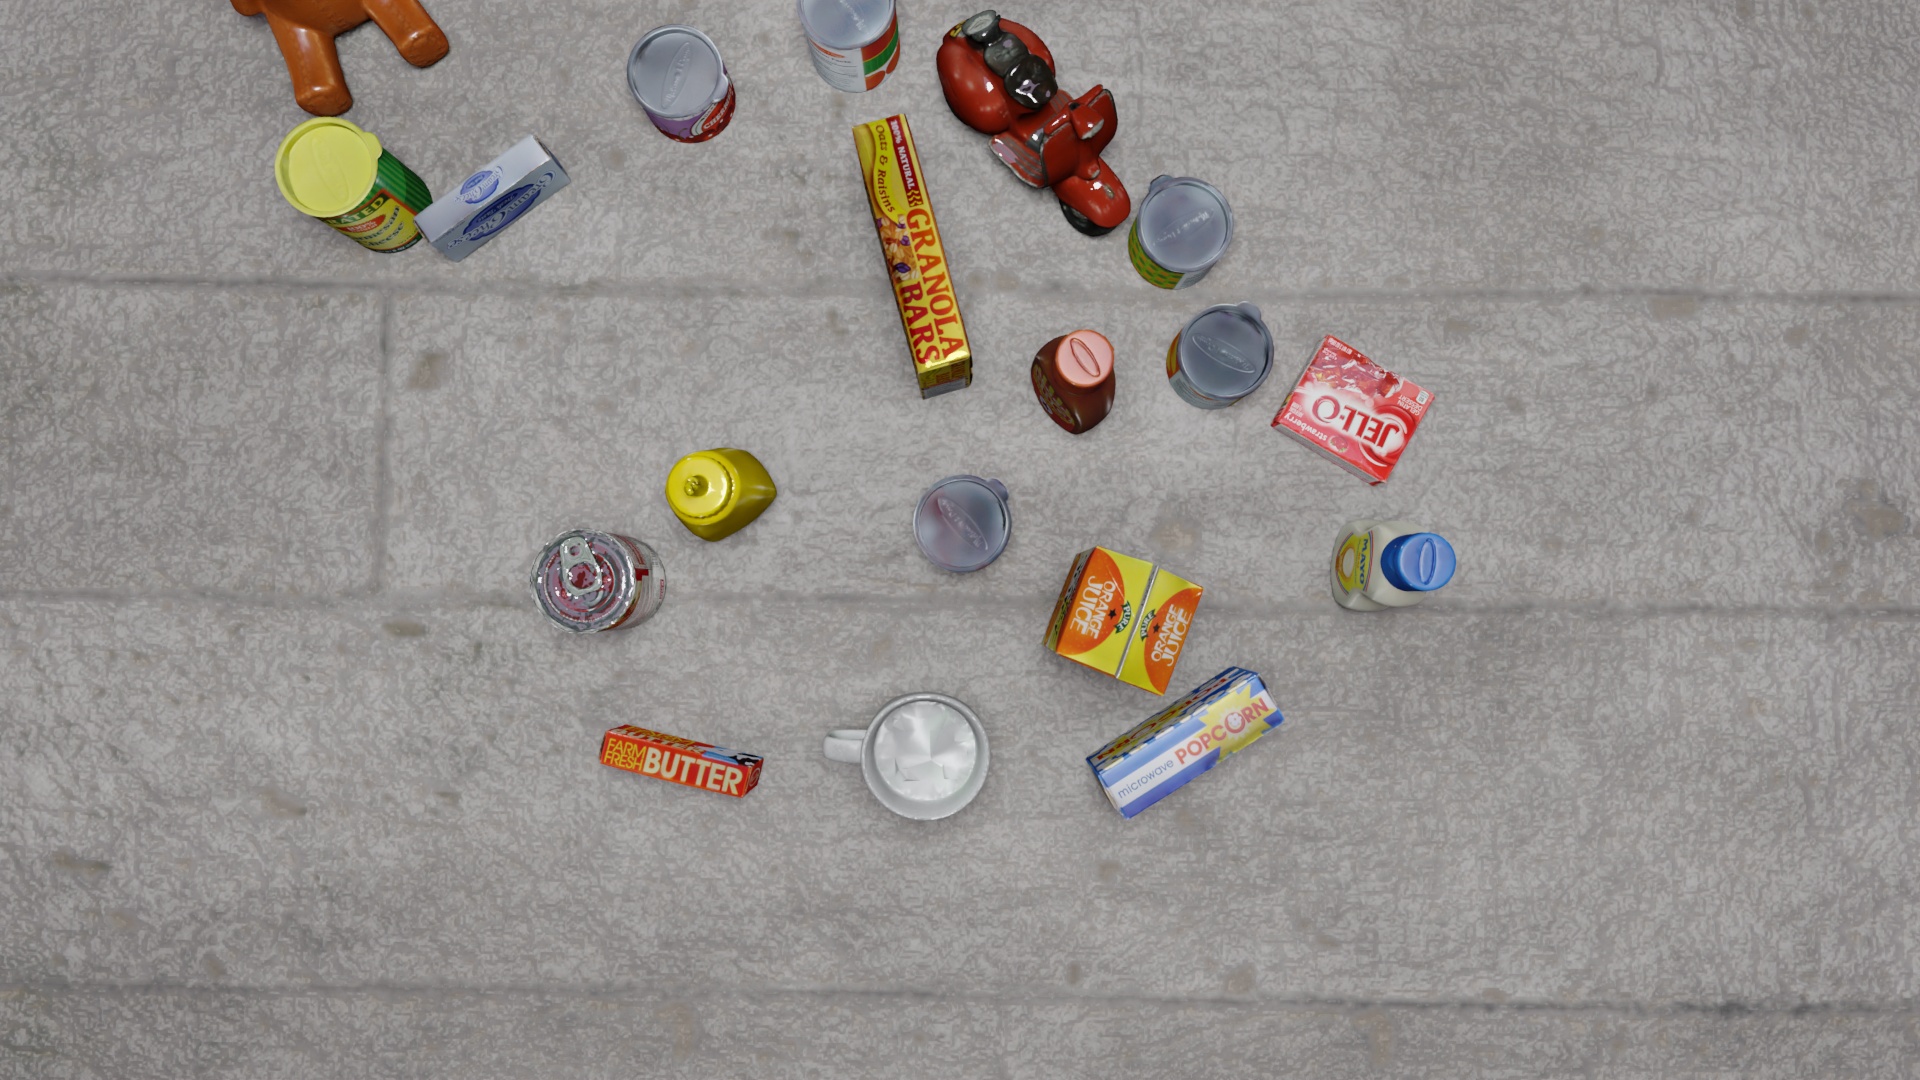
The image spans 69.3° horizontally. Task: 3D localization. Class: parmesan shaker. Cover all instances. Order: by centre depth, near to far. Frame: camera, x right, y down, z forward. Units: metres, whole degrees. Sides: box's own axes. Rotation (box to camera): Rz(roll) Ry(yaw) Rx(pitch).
[{"bbox_3d":[-0.409,-0.241,0.951,0.071,0.103,0.071,0,87,0],"label":"parmesan shaker"}]

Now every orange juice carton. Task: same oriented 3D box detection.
[{"bbox_3d":[0.102,0.051,0.892,0.073,0.192,0.072,22,88,1],"label":"orange juice carton"}]

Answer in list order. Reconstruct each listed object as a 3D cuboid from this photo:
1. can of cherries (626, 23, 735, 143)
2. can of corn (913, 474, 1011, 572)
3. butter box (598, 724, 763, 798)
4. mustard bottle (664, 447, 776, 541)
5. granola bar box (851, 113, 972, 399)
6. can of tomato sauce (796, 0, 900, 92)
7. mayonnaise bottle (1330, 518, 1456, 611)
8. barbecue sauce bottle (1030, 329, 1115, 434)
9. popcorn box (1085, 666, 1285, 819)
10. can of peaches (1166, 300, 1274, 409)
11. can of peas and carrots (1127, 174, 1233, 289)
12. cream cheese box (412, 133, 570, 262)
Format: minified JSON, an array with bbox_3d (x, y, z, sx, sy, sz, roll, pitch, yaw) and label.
[{"bbox_3d":[-0.193,-0.319,0.978,0.071,0.058,0.071,0,87,0],"label":"can of cherries"},{"bbox_3d":[0.003,-0.012,0.962,0.071,0.058,0.071,0,87,0],"label":"can of corn"},{"bbox_3d":[-0.191,0.151,0.956,0.103,0.053,0.024,14,88,1],"label":"butter box"},{"bbox_3d":[-0.162,-0.033,0.912,0.065,0.160,0.049,-38,88,-1],"label":"mustard bottle"},{"bbox_3d":[-0.030,-0.187,0.938,0.039,0.124,0.165,-15,87,-1],"label":"granola bar box"},{"bbox_3d":[-0.075,-0.360,0.968,0.071,0.083,0.071,0,87,0],"label":"can of tomato sauce"},{"bbox_3d":[0.283,0.015,0.916,0.041,0.148,0.065,6,88,0],"label":"mayonnaise bottle"},{"bbox_3d":[0.077,-0.109,0.922,0.044,0.148,0.065,-34,88,-1],"label":"barbecue sauce bottle"},{"bbox_3d":[0.150,0.135,0.941,0.127,0.085,0.038,-32,88,-2],"label":"popcorn box"},{"bbox_3d":[0.181,-0.129,0.969,0.071,0.058,0.071,0,87,0],"label":"can of peaches"},{"bbox_3d":[0.151,-0.216,0.973,0.071,0.058,0.071,0,87,0],"label":"can of peas and carrots"},{"bbox_3d":[-0.328,-0.240,0.976,0.104,0.053,0.024,-36,88,-2],"label":"cream cheese box"}]
